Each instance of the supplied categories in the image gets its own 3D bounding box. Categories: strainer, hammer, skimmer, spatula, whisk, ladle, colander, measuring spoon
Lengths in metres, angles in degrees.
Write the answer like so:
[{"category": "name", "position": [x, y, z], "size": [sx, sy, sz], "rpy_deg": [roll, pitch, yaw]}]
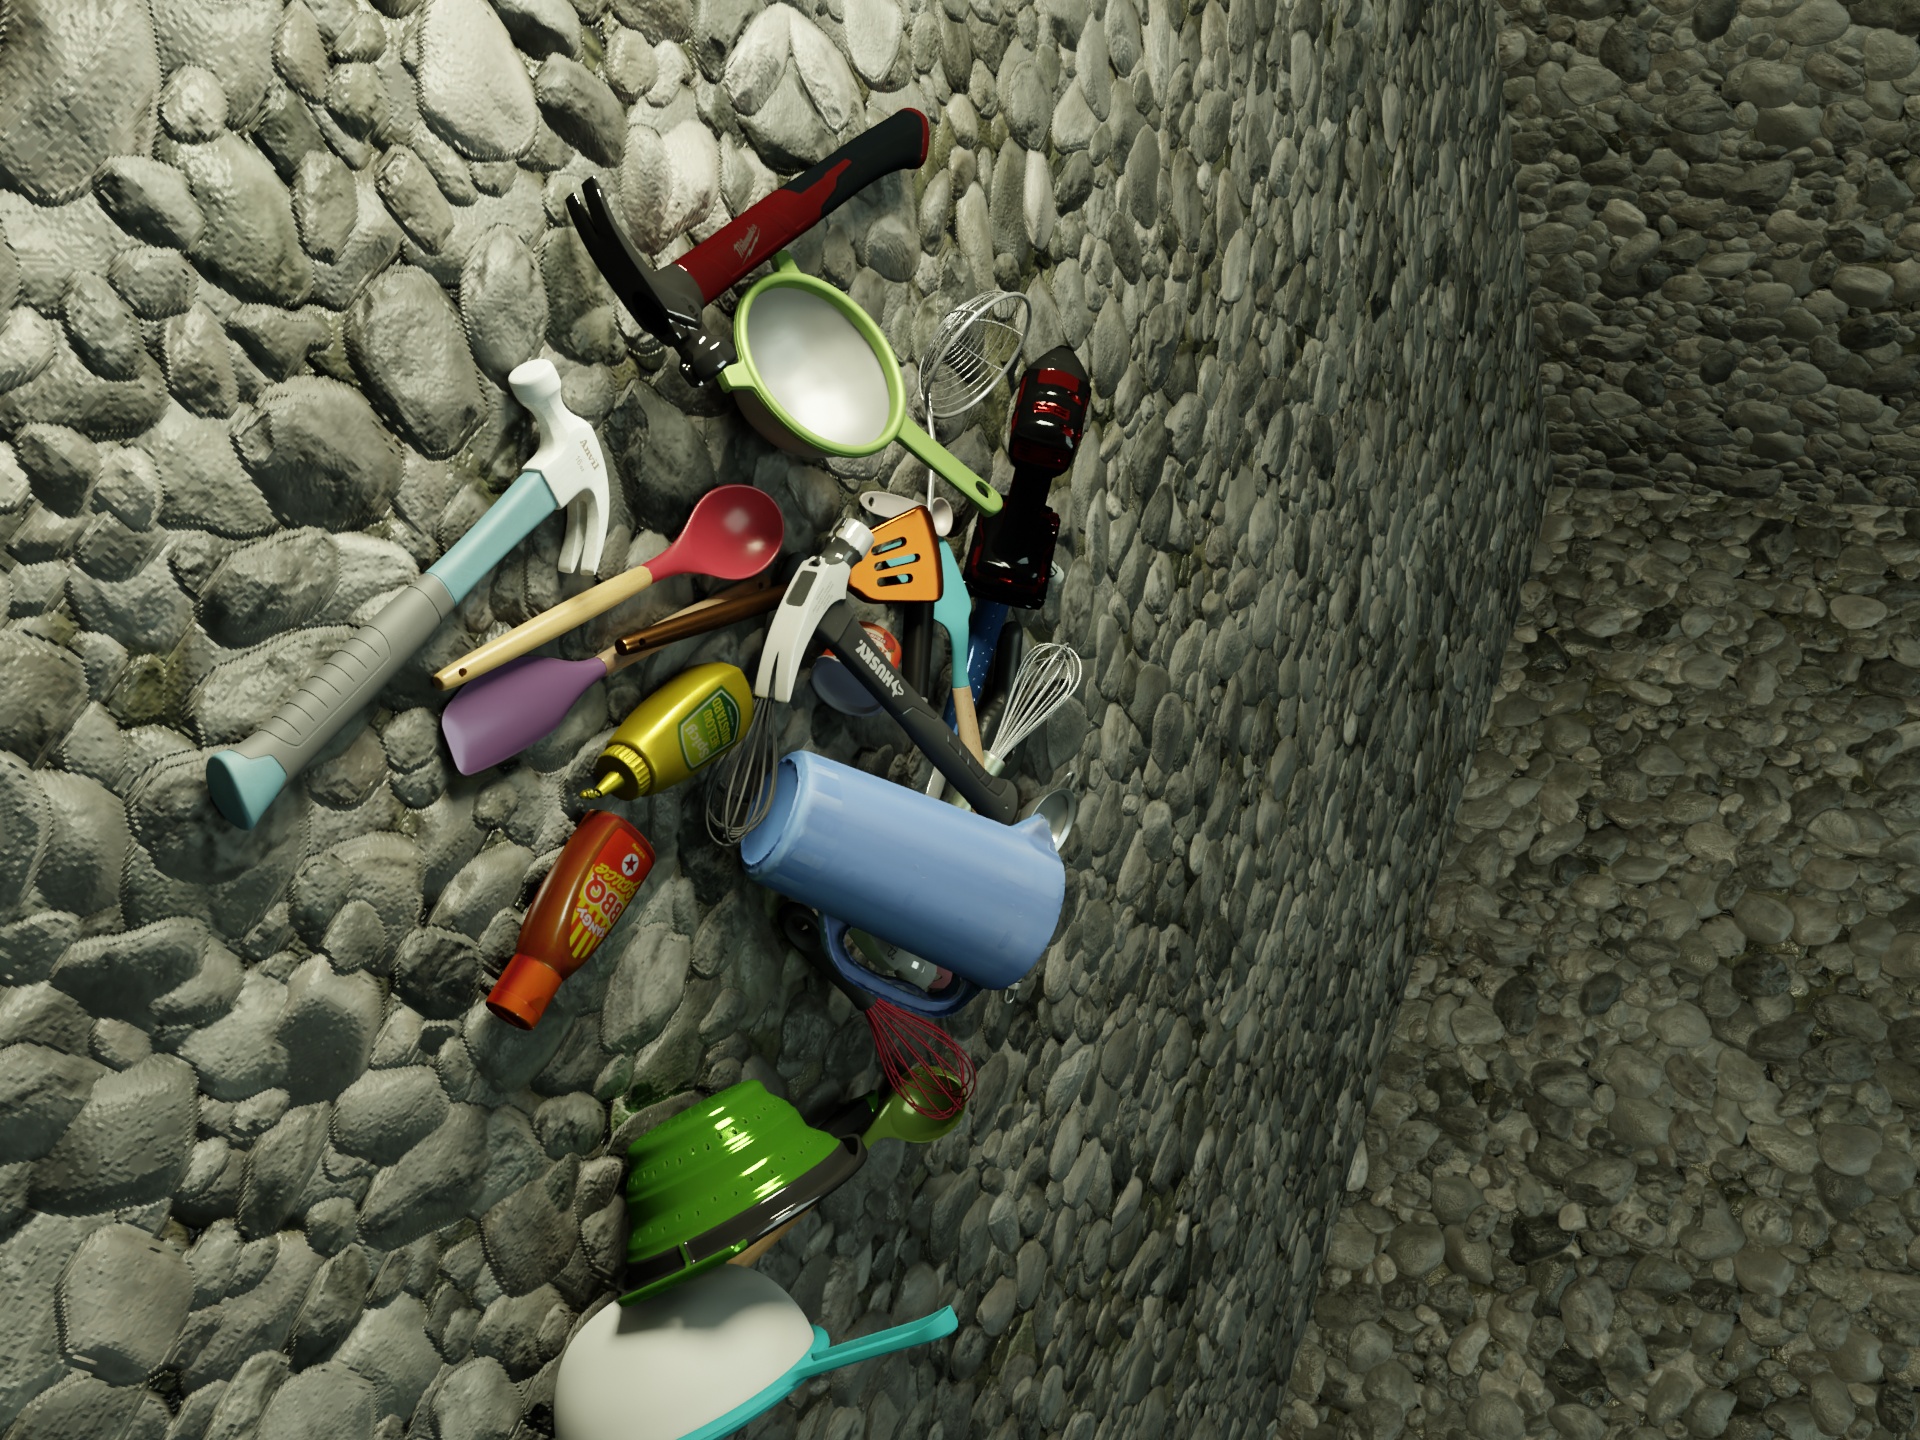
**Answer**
[{"category": "strainer", "position": [-0.080, -0.222, 1.198], "size": [0.256, 0.069, 0.152], "rpy_deg": [35, 49, -27]}, {"category": "hammer", "position": [-0.042, -0.002, 1.273], "size": [0.146, 0.035, 0.334], "rpy_deg": [-60, 138, -19]}, {"category": "skimmer", "position": [0.003, -0.185, 1.344], "size": [0.127, 0.090, 0.363], "rpy_deg": [44, 49, -74]}, {"category": "spatula", "position": [-0.233, -0.048, 1.100], "size": [0.316, 0.018, 0.059], "rpy_deg": [-35, 118, -50]}, {"category": "hammer", "position": [-0.318, -0.069, 0.939], "size": [0.331, 0.033, 0.128], "rpy_deg": [-56, 140, -35]}, {"category": "whisk", "position": [-0.152, -0.019, 1.221], "size": [0.055, 0.055, 0.239], "rpy_deg": [34, 64, -57]}, {"category": "hammer", "position": [-0.015, 0.028, 1.436], "size": [0.143, 0.035, 0.406], "rpy_deg": [45, 55, -49]}, {"category": "whisk", "position": [-0.071, 0.254, 1.378], "size": [0.295, 0.073, 0.073], "rpy_deg": [54, 51, -33]}, {"category": "ladle", "position": [-0.104, 0.405, 1.401], "size": [0.320, 0.062, 0.078], "rpy_deg": [-33, 127, -48]}, {"category": "ladle", "position": [-0.232, -0.088, 1.082], "size": [0.315, 0.031, 0.069], "rpy_deg": [-37, 109, -46]}, {"category": "whisk", "position": [0.036, 0.029, 1.496], "size": [0.246, 0.058, 0.059], "rpy_deg": [-56, 170, -7]}, {"category": "hammer", "position": [-0.128, -0.383, 1.148], "size": [0.143, 0.038, 0.386], "rpy_deg": [54, 42, -18]}, {"category": "colander", "position": [-0.156, 0.325, 1.253], "size": [0.094, 0.204, 0.397], "rpy_deg": [62, 16, 4]}, {"category": "strainer", "position": [-0.156, 0.426, 1.112], "size": [0.211, 0.340, 0.095], "rpy_deg": [-15, 80, -63]}, {"category": "spatula", "position": [-0.128, -0.094, 1.192], "size": [0.322, 0.041, 0.081], "rpy_deg": [-25, 110, -49]}, {"category": "spatula", "position": [-0.002, -0.004, 1.402], "size": [0.082, 0.044, 0.317], "rpy_deg": [-18, 102, -47]}, {"category": "strainer", "position": [0.072, 0.171, 1.646], "size": [0.086, 0.050, 0.258], "rpy_deg": [0, 104, -53]}, {"category": "measuring spoon", "position": [-0.050, -0.182, 1.377], "size": [0.124, 0.018, 0.034], "rpy_deg": [4, 88, -52]}]

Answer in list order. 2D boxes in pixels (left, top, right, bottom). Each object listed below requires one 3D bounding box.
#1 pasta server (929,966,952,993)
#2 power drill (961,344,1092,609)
[{"category": "pasta server", "position": [-0.048, 0.167, 1.461], "size": [0.060, 0.040, 0.315], "rpy_deg": [-61, 140, -30]}, {"category": "power drill", "position": [0.063, -0.215, 1.388], "size": [0.219, 0.078, 0.143], "rpy_deg": [105, -1, -49]}]
